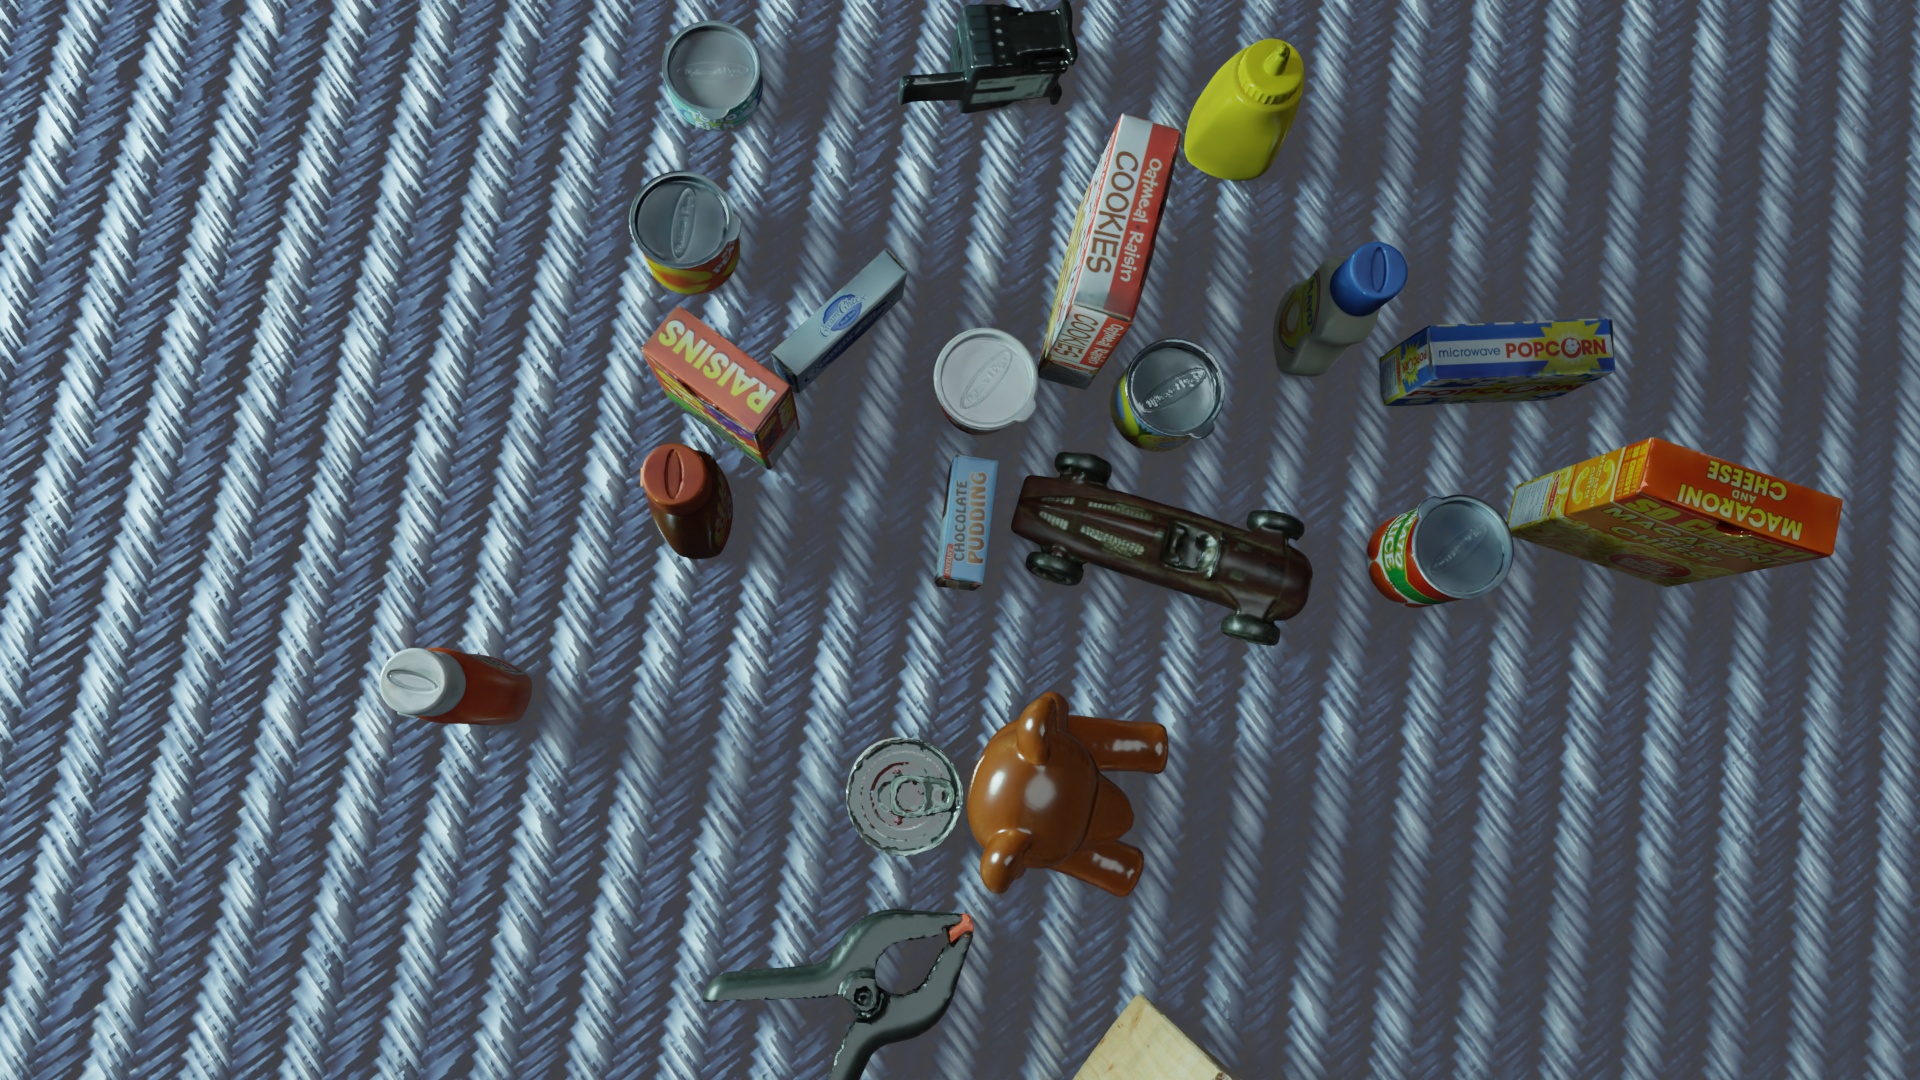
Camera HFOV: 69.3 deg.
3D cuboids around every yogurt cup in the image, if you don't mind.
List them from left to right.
[{"bbox_3d":[0.015,-0.101,0.921,0.072,0.054,0.072,1,82,-5],"label":"yogurt cup"}]

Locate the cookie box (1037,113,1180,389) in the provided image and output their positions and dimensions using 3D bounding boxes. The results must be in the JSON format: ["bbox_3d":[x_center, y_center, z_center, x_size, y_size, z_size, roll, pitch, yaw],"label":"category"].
[{"bbox_3d":[0.091,-0.176,0.880,0.040,0.167,0.123,15,81,-2],"label":"cookie box"}]

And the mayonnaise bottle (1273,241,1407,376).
[{"bbox_3d":[0.243,-0.152,0.899,0.041,0.148,0.065,5,82,-4],"label":"mayonnaise bottle"}]

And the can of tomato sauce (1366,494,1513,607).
[{"bbox_3d":[0.312,0.008,0.915,0.071,0.083,0.071,1,82,-5],"label":"can of tomato sauce"}]

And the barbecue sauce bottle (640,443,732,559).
[{"bbox_3d":[-0.166,-0.027,0.847,0.044,0.148,0.065,0,82,-5],"label":"barbecue sauce bottle"}]

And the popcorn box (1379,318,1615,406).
[{"bbox_3d":[0.359,-0.119,0.936,0.127,0.085,0.038,-3,83,-5],"label":"popcorn box"}]

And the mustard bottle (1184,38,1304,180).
[{"bbox_3d":[0.192,-0.287,0.908,0.065,0.160,0.049,18,81,-2],"label":"mustard bottle"}]

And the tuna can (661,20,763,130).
[{"bbox_3d":[-0.168,-0.314,0.947,0.071,0.033,0.071,1,82,-5],"label":"tuna can"}]

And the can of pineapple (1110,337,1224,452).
[{"bbox_3d":[0.138,-0.094,0.928,0.071,0.058,0.071,1,82,-5],"label":"can of pineapple"}]

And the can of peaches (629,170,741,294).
[{"bbox_3d":[-0.178,-0.201,0.917,0.071,0.058,0.071,1,82,-5],"label":"can of peaches"}]

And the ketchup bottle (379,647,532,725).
[{"bbox_3d":[-0.300,0.086,0.819,0.065,0.148,0.043,15,82,-3],"label":"ketchup bottle"}]

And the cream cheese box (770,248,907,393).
[{"bbox_3d":[-0.079,-0.144,0.919,0.104,0.053,0.024,-44,88,-9],"label":"cream cheese box"}]

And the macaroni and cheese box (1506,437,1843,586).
[{"bbox_3d":[0.447,-0.013,0.887,0.124,0.166,0.040,18,81,-2],"label":"macaroni and cheese box"}]

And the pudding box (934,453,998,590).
[{"bbox_3d":[0.003,-0.011,0.909,0.030,0.049,0.084,8,81,-4],"label":"pudding box"}]

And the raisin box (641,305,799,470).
[{"bbox_3d":[-0.148,-0.093,0.871,0.086,0.123,0.040,37,81,1],"label":"raisin box"}]
